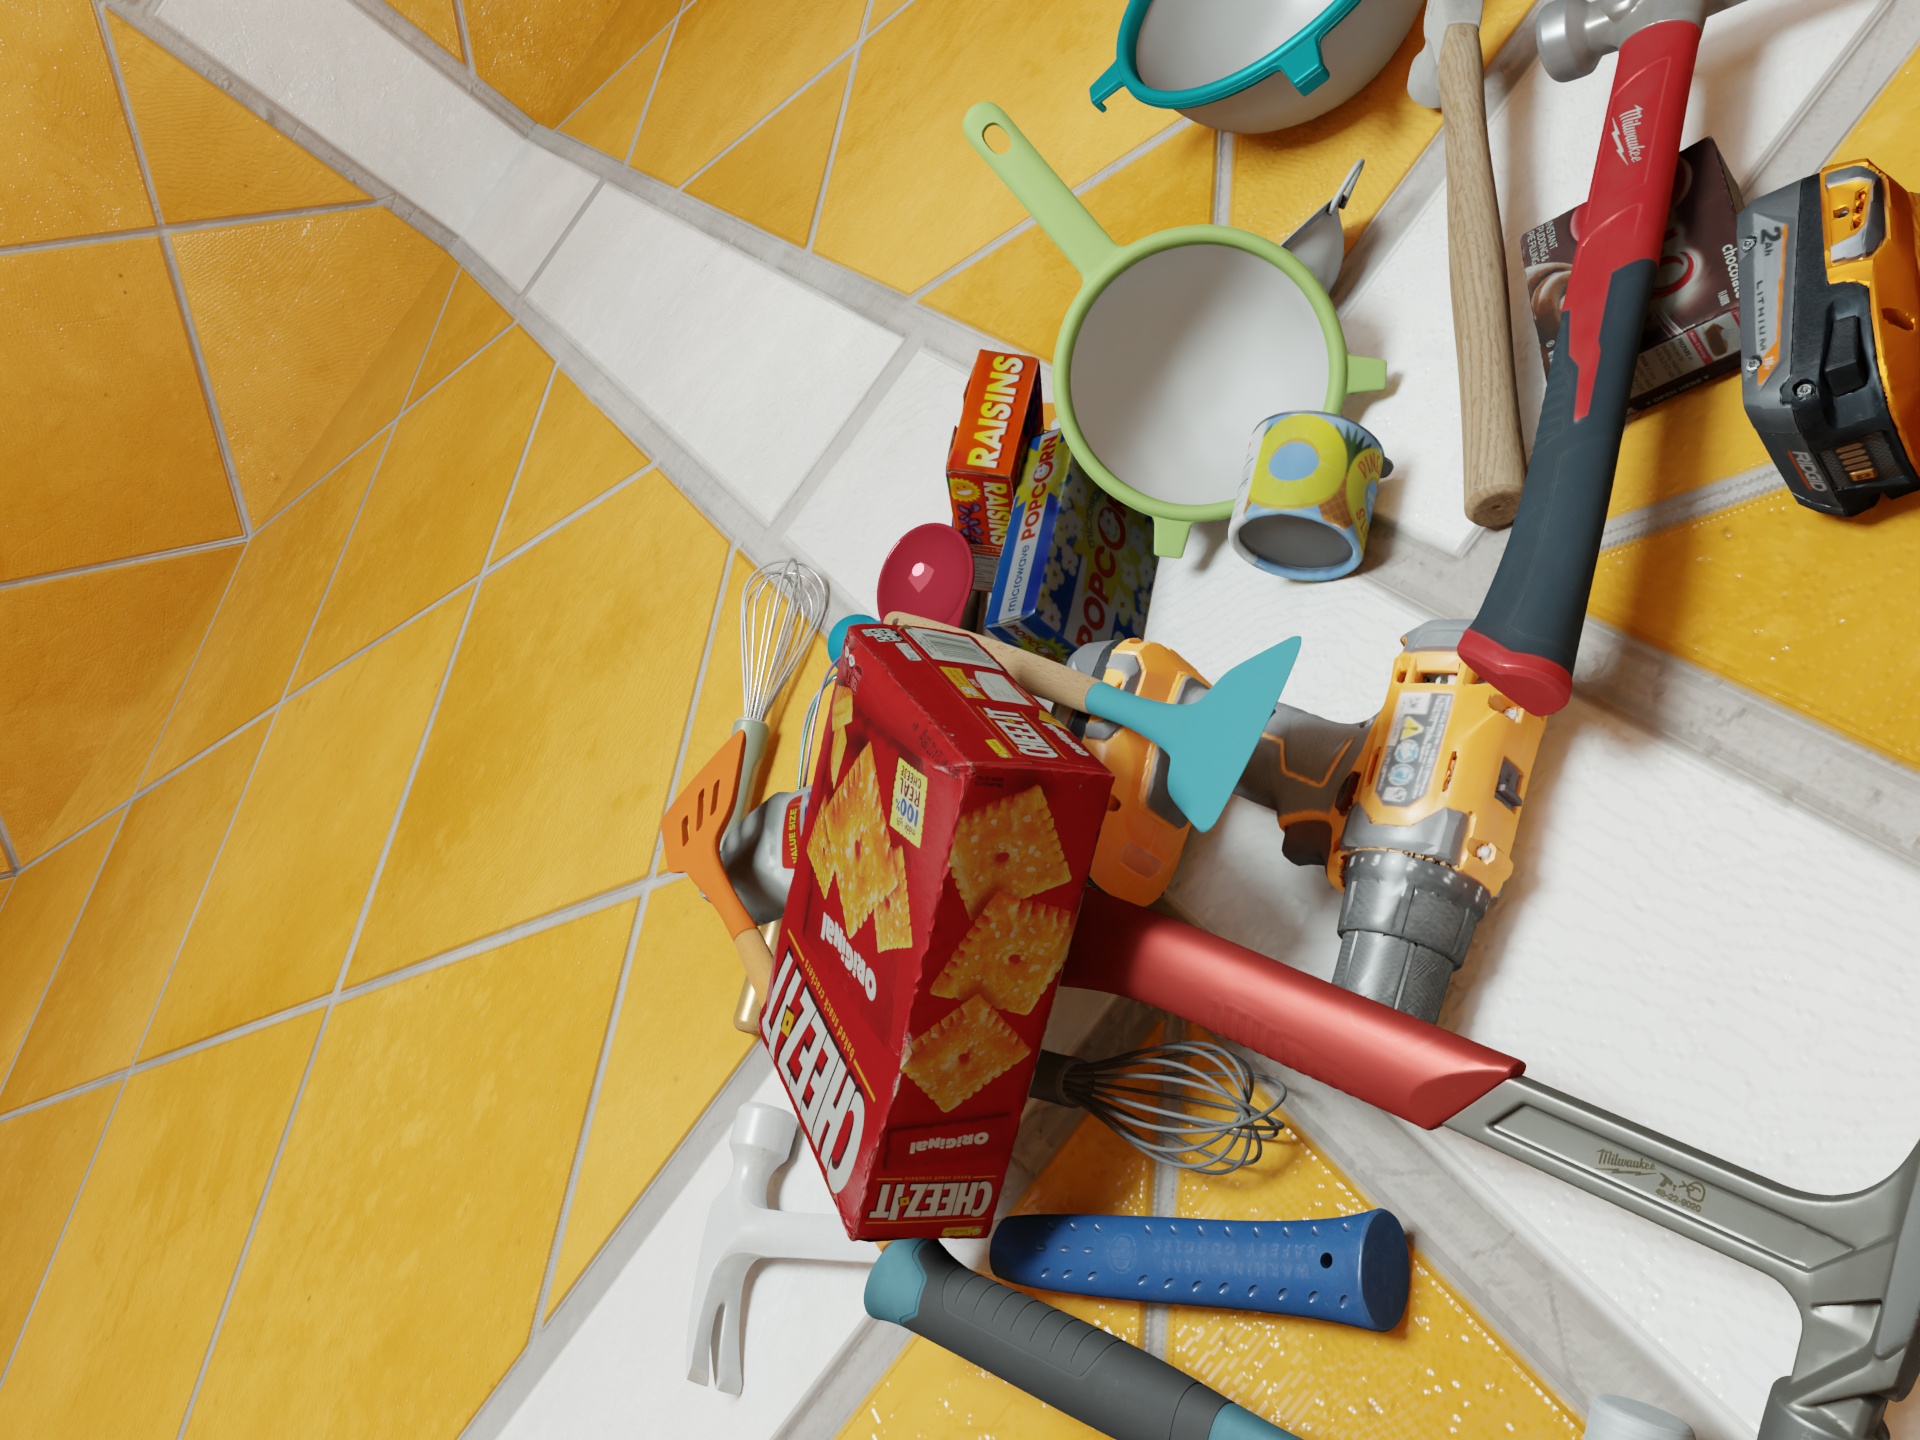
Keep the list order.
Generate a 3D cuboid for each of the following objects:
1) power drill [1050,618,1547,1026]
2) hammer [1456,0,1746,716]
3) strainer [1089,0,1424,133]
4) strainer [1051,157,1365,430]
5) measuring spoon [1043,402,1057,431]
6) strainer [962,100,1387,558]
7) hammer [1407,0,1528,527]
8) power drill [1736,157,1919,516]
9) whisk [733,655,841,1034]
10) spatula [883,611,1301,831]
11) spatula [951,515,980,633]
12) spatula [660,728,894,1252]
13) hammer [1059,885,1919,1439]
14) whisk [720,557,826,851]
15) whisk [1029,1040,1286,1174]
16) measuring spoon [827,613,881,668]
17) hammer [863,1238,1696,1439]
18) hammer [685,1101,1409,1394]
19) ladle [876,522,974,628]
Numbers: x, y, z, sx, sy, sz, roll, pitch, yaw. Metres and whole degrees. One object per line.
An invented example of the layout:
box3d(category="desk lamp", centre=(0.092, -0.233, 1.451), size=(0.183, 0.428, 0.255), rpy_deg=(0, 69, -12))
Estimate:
box3d(category="power drill", centre=(0.130, 0.049, 0.689), size=(0.226, 0.084, 0.185), rpy_deg=(2, 67, 46))
box3d(category="hammer", centre=(0.280, -0.177, 0.649), size=(0.143, 0.038, 0.386), rpy_deg=(-5, 57, 44))
box3d(category="strainer", centre=(0.237, -0.483, 0.964), size=(0.211, 0.095, 0.340), rpy_deg=(23, 79, 52))
box3d(category="strainer", centre=(0.138, -0.222, 0.918), size=(0.258, 0.050, 0.087), rpy_deg=(-32, 5, 37))
box3d(category="measuring spoon", centre=(0.060, -0.193, 1.020), size=(0.117, 0.011, 0.021), rpy_deg=(20, 83, 51))
box3d(category="strainer", centre=(0.093, -0.222, 0.847), size=(0.151, 0.256, 0.069), rpy_deg=(-40, -1, 13))
box3d(category="hammer", centre=(0.249, -0.245, 0.771), size=(0.031, 0.130, 0.332), rpy_deg=(1, 65, 7))
box3d(category="power drill", centre=(0.390, -0.143, 0.528), size=(0.226, 0.084, 0.164), rpy_deg=(-12, 54, 40))
box3d(category="whisk", centre=(-0.092, 0.072, 0.972), size=(0.047, 0.051, 0.245), rpy_deg=(-27, 44, 66))
box3d(category="spatula", centre=(0.041, -0.022, 0.726), size=(0.318, 0.044, 0.082), rpy_deg=(23, 85, 54))
box3d(category="spatula", centre=(0.000, -0.055, 0.972), size=(0.060, 0.018, 0.316), rpy_deg=(-27, 45, 45))
box3d(category="spatula", centre=(-0.095, 0.132, 0.824), size=(0.081, 0.041, 0.323), rpy_deg=(-47, 51, 18))
box3d(category="hammer", centre=(0.151, 0.110, 0.563), size=(0.359, 0.036, 0.149), rpy_deg=(19, 104, 46))
box3d(category="whisk", centre=(-0.139, -0.003, 1.080), size=(0.057, 0.059, 0.246), rpy_deg=(111, 170, -66))
box3d(category="whisk", centre=(0.053, 0.161, 0.720), size=(0.239, 0.055, 0.055), rpy_deg=(-3, 61, 54))
box3d(category="measuring spoon", centre=(-0.050, -0.068, 1.024), size=(0.128, 0.021, 0.042), rpy_deg=(-28, 43, 47))
box3d(category="hammer", centre=(0.084, 0.254, 0.576), size=(0.331, 0.033, 0.128), rpy_deg=(7, 80, 45))
box3d(category="hammer", centre=(0.011, 0.242, 0.712), size=(0.405, 0.035, 0.144), rpy_deg=(-15, 52, 44))
box3d(category="ladle", centre=(-0.001, -0.003, 0.810), size=(0.069, 0.031, 0.316), rpy_deg=(-40, 34, 20))
